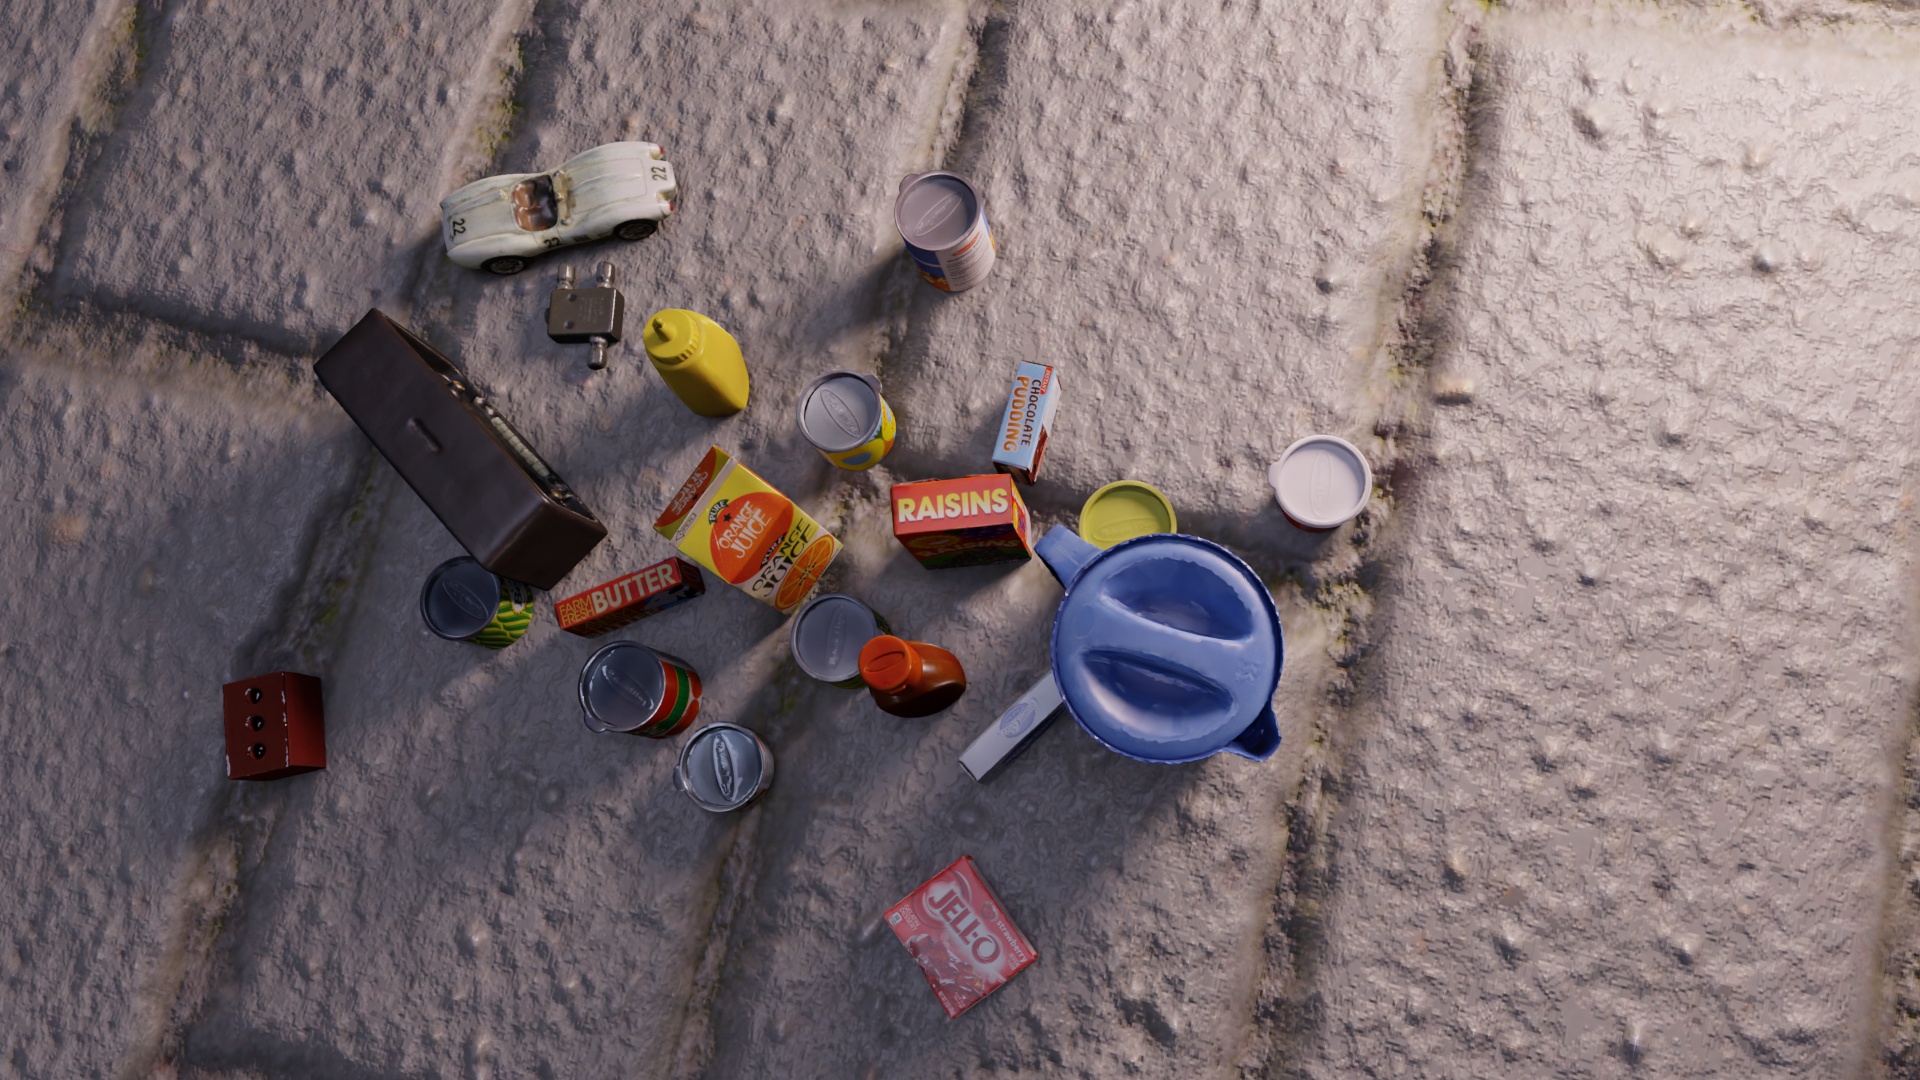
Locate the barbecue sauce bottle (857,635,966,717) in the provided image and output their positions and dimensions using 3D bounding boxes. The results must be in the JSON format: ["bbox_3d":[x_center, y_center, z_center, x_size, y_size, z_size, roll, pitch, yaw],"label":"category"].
[{"bbox_3d":[-0.037,0.095,0.975,0.065,0.148,0.044,-22,75,4],"label":"barbecue sauce bottle"}]

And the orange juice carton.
[{"bbox_3d":[-0.154,-0.007,0.994,0.073,0.192,0.072,35,85,15],"label":"orange juice carton"}]

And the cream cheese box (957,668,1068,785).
[{"bbox_3d":[0.046,0.132,1.002,0.104,0.053,0.024,-43,75,-2],"label":"cream cheese box"}]

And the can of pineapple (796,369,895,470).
[{"bbox_3d":[-0.085,-0.093,1.072,0.071,0.058,0.071,-2,77,9],"label":"can of pineapple"}]

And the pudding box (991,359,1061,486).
[{"bbox_3d":[0.051,-0.089,1.053,0.030,0.049,0.084,14,80,12],"label":"pudding box"}]

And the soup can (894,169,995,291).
[{"bbox_3d":[-0.012,-0.241,1.080,0.071,0.083,0.071,-2,77,9],"label":"soup can"}]

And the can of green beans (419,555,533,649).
[{"bbox_3d":[-0.377,0.050,1.087,0.071,0.057,0.071,-2,77,9],"label":"can of green beans"}]

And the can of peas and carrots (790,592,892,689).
[{"bbox_3d":[-0.084,0.076,1.033,0.071,0.058,0.071,-2,77,9],"label":"can of peas and carrots"}]

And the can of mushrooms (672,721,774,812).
[{"bbox_3d":[-0.177,0.170,1.040,0.071,0.033,0.071,-2,77,9],"label":"can of mushrooms"}]

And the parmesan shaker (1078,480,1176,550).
[{"bbox_3d":[0.122,0.004,0.993,0.071,0.103,0.071,-2,78,9],"label":"parmesan shaker"}]

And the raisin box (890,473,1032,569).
[{"bbox_3d":[0.004,-0.013,1.006,0.086,0.123,0.040,-5,77,8],"label":"raisin box"}]

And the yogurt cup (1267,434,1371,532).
[{"bbox_3d":[0.260,-0.037,1.005,0.072,0.054,0.072,-2,77,9],"label":"yogurt cup"}]

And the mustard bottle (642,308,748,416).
[{"bbox_3d":[-0.204,-0.141,1.049,0.049,0.160,0.065,-10,77,7],"label":"mustard bottle"}]

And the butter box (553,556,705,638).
[{"bbox_3d":[-0.254,0.045,1.071,0.103,0.053,0.024,-21,75,4],"label":"butter box"}]

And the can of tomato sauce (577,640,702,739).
[{"bbox_3d":[-0.238,0.115,1.037,0.071,0.083,0.071,-2,77,9],"label":"can of tomato sauce"}]
